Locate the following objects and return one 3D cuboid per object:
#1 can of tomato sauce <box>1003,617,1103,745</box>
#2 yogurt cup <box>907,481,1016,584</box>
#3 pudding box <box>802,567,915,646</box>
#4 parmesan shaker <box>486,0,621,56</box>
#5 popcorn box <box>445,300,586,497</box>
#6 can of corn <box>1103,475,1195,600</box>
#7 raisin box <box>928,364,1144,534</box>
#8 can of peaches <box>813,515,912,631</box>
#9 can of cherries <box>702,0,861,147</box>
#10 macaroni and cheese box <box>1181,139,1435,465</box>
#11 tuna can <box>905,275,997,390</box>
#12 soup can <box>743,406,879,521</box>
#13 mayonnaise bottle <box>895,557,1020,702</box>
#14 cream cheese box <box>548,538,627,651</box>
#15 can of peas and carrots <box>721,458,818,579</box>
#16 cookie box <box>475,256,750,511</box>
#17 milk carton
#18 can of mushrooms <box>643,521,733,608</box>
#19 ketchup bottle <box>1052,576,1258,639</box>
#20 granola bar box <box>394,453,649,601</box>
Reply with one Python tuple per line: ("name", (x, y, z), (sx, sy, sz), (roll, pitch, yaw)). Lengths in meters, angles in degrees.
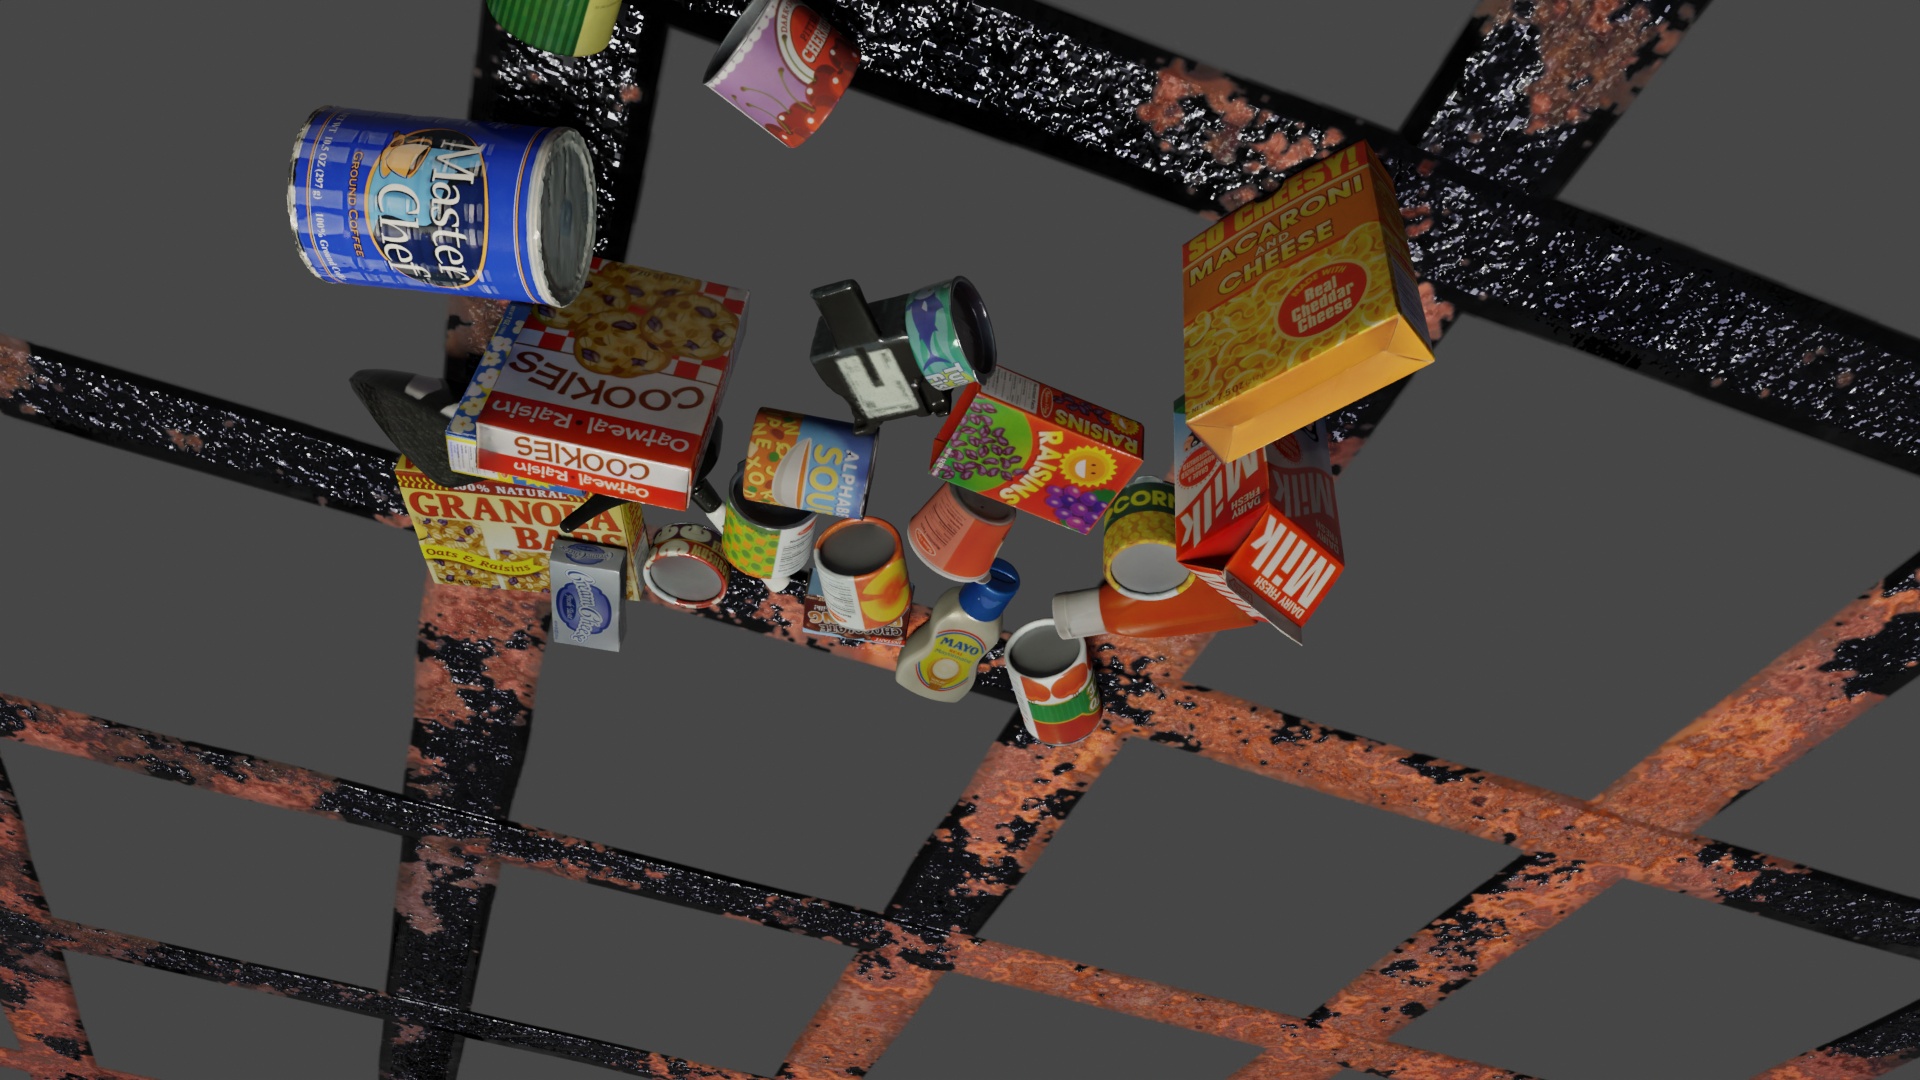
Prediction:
("can of tomato sauce", (0.076, 0.111, 1.105), (0.071, 0.071, 0.082), (-6, 135, 13))
("yogurt cup", (0.004, -0.012, 0.987), (0.072, 0.073, 0.053), (23, 126, -16))
("pudding box", (-0.081, 0.053, 1.089), (0.084, 0.030, 0.049), (9, 138, -2))
("parmesan shaker", (-0.197, -0.304, 0.697), (0.071, 0.072, 0.102), (22, 135, -15))
("popcorn box", (-0.266, -0.092, 0.891), (0.085, 0.127, 0.038), (11, 139, -4))
("can of corn", (0.134, -0.001, 0.984), (0.071, 0.058, 0.070), (3, 137, 3))
("raisin box", (0.052, -0.062, 0.945), (0.123, 0.040, 0.085), (21, 134, -13))
("can of peaches", (-0.071, 0.022, 1.033), (0.071, 0.071, 0.057), (-1, 136, 8))
("can of cherries", (-0.093, -0.254, 0.739), (0.058, 0.072, 0.071), (34, 131, -25))
("macaroni and cheese box", (0.183, -0.134, 0.758), (0.123, 0.167, 0.040), (-27, 127, 30))
("tuna can", (-0.005, -0.126, 0.862), (0.033, 0.071, 0.071), (-14, 133, 23))
("soup can", (-0.102, -0.051, 0.952), (0.084, 0.072, 0.071), (10, 137, -3))
("mayonnaise bottle", (0.001, 0.070, 1.089), (0.065, 0.041, 0.147), (20, 136, -11))
("cream cheese box", (-0.281, 0.042, 1.051), (0.053, 0.024, 0.103), (9, 139, -5))
("can of peas and carrots", (-0.138, -0.016, 1.000), (0.071, 0.071, 0.058), (12, 137, -6))
("cookie box", (-0.206, -0.100, 0.844), (0.123, 0.168, 0.040), (12, 137, -5))
("milk carton", (0.182, -0.024, 0.856), (0.072, 0.191, 0.073), (35, 130, -26))
("can of mushrooms", (-0.207, 0.019, 1.068), (0.071, 0.034, 0.070), (4, 136, 4))
("ketchup bottle", (0.145, 0.046, 1.043), (0.149, 0.044, 0.064), (-10, 133, 18))
("granola bar box", (-0.325, -0.014, 1.045), (0.166, 0.039, 0.123), (5, 136, 2))
